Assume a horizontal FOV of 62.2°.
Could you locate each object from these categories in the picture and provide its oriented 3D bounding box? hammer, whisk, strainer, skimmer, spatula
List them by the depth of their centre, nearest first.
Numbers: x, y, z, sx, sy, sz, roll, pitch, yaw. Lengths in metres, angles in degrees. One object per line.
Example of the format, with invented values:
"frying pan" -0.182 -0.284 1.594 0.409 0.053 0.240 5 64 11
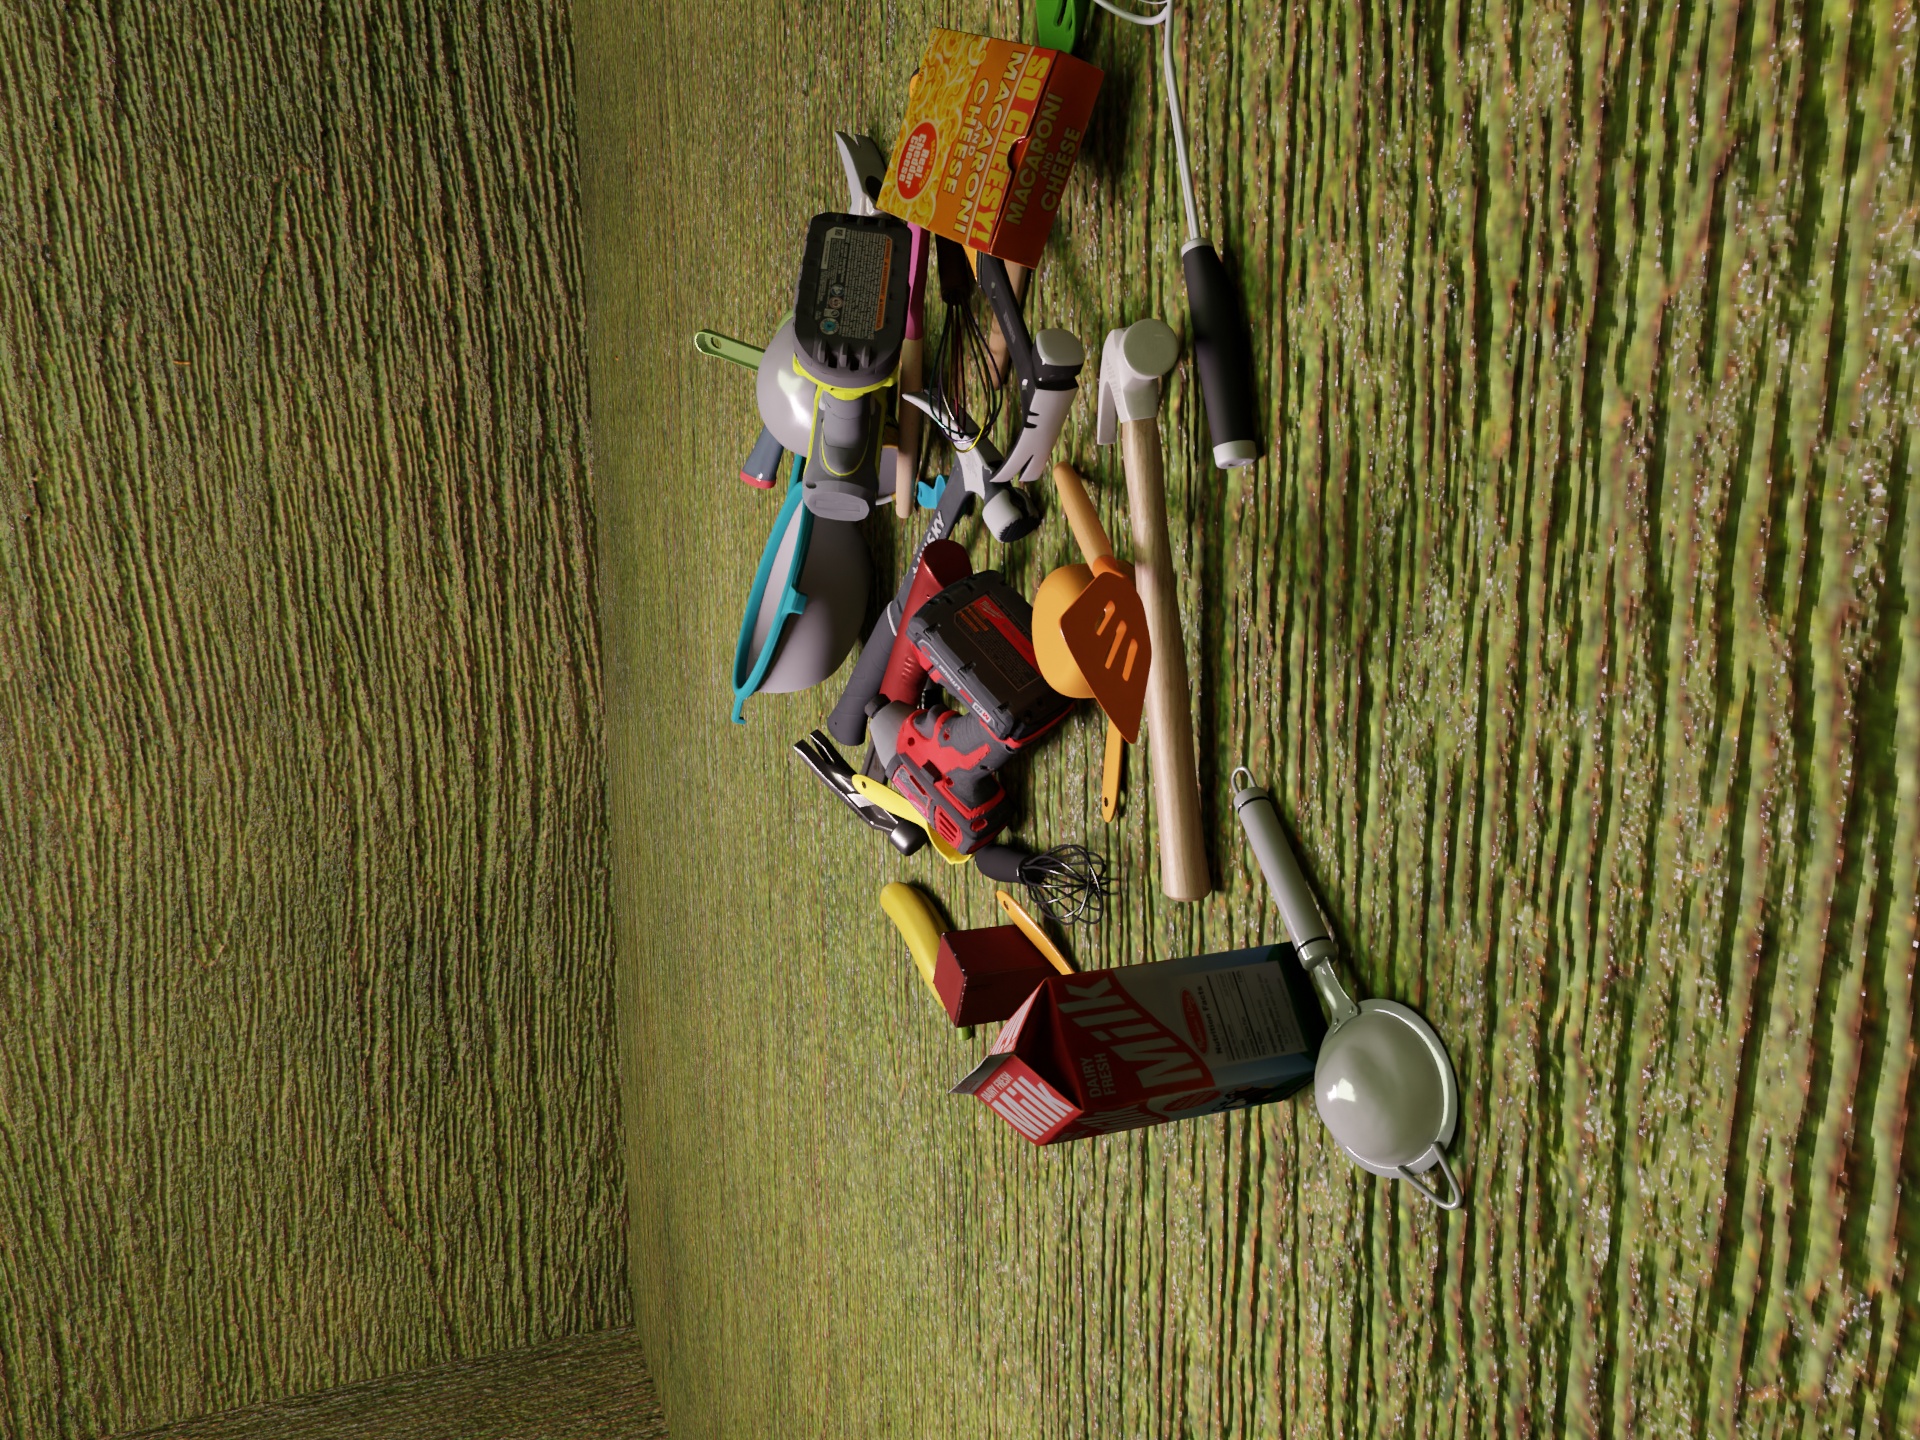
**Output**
"strainer" 0.183 0.127 0.812 0.086 0.050 0.259 -53 41 38
"skimmer" 0.092 -0.312 0.877 0.127 0.090 0.363 26 -126 -82
"hammer" 0.115 -0.059 0.923 0.130 0.031 0.331 -110 13 -82
"spatula" 0.073 -0.094 0.934 0.081 0.041 0.323 56 -169 -24
"hammer" 0.014 -0.325 1.094 0.127 0.034 0.337 112 148 -55
"whisk" 0.053 0.111 1.144 0.239 0.055 0.055 -179 84 -74
"whisk" -0.005 -0.294 1.164 0.047 0.051 0.245 96 170 -58
"hammer" -0.055 -0.027 1.289 0.149 0.037 0.358 44 147 16
"hammer" -0.049 -0.098 1.300 0.149 0.036 0.408 61 149 21
"strainer" -0.176 -0.311 1.452 0.257 0.069 0.151 27 136 35
"hammer" -0.145 -0.365 1.506 0.386 0.038 0.143 125 137 -51
"strainer" -0.134 -0.160 1.530 0.211 0.095 0.341 124 158 -47

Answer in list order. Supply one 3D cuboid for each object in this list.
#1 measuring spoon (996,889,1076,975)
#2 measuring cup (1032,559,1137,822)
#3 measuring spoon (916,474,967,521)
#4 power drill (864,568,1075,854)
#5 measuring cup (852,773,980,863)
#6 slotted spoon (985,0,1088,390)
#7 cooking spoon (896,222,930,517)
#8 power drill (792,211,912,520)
"measuring spoon" 0.056 0.162 1.153 0.117 0.011 0.021 47 147 40
"measuring cup" 0.080 -0.017 1.025 0.095 0.052 0.173 -151 61 -65
"measuring spoon" -0.015 -0.183 1.298 0.129 0.021 0.042 -135 41 -72
"power drill" -0.002 -0.004 1.156 0.143 0.078 0.219 48 149 14
"measuring cup" -0.032 0.069 1.307 0.157 0.029 0.062 24 125 44
"slotted spoon" 0.046 -0.365 1.075 0.070 0.031 0.313 -117 28 -45
"cooking spoon" -0.038 -0.282 1.252 0.318 0.017 0.069 96 170 -49
"power drill" -0.083 -0.285 1.225 0.228 0.080 0.191 105 171 -71
